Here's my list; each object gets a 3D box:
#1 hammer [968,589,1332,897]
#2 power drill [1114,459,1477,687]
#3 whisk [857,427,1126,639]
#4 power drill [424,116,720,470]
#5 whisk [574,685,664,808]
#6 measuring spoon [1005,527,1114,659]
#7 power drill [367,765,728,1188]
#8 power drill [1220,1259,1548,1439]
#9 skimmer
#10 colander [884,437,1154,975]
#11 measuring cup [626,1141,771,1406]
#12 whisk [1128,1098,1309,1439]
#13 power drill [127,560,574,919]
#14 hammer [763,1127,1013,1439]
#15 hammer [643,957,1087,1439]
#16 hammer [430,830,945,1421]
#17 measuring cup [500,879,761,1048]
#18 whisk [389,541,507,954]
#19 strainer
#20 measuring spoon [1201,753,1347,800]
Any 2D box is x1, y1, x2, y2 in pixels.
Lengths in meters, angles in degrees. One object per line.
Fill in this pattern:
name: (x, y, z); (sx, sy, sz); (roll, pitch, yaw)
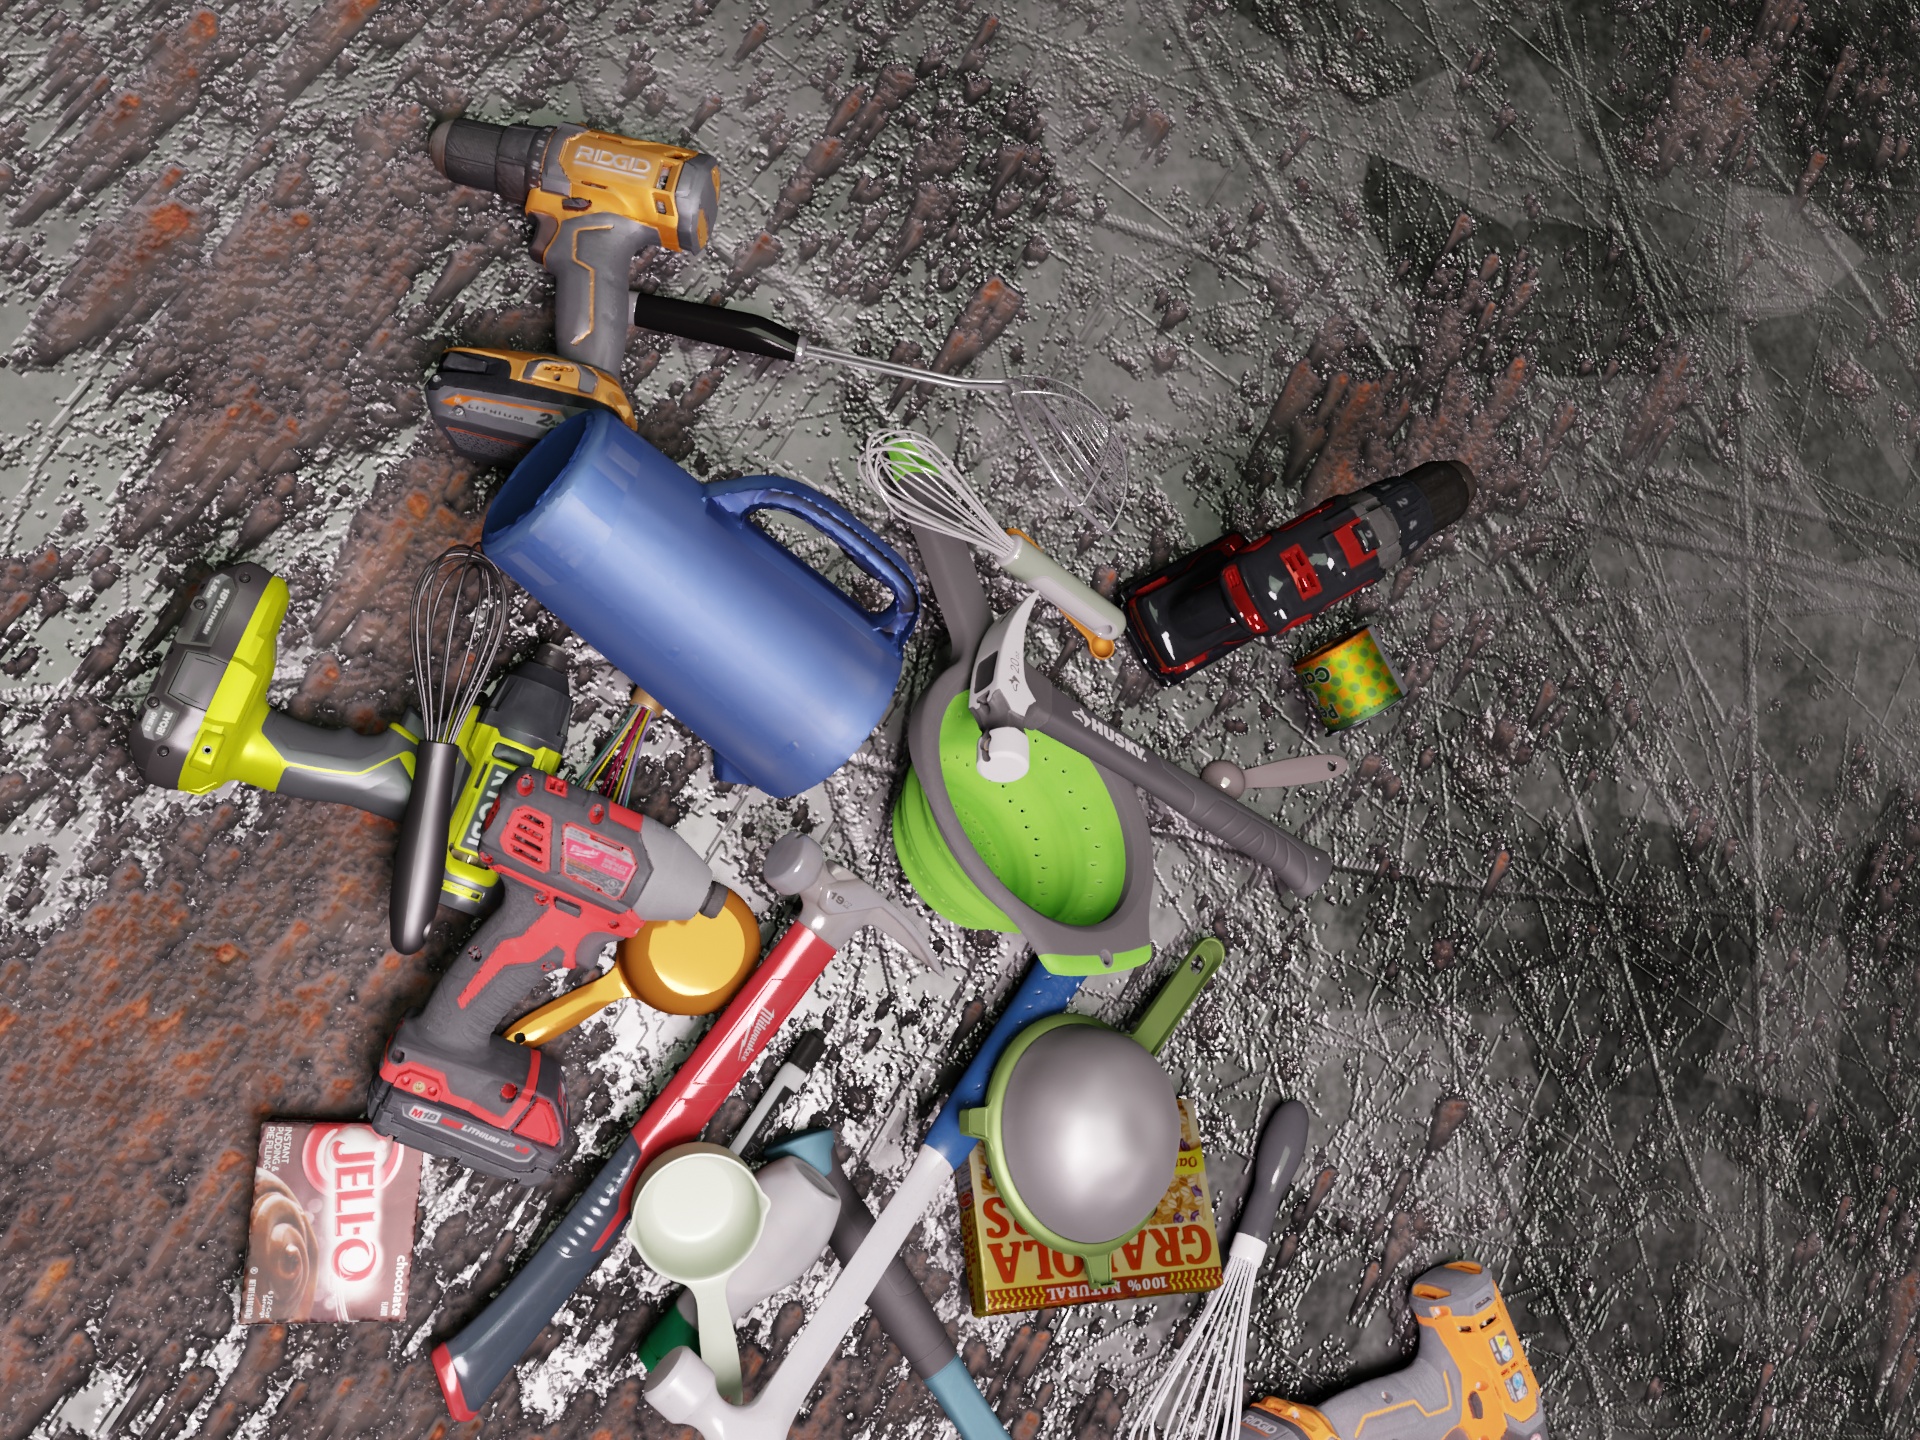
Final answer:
hammer: (0.138, 0.036, 1.075); (0.334, 0.035, 0.146); (30, 43, -31)
power drill: (0.222, -0.104, 1.072); (0.188, 0.226, 0.080); (-29, 92, -20)
whisk: (0.027, -0.117, 1.060); (0.246, 0.058, 0.059); (32, 49, -34)
power drill: (-0.267, -0.276, 1.006); (0.185, 0.084, 0.226); (14, 76, 1)
whisk: (-0.207, 0.013, 1.009); (0.051, 0.047, 0.245); (28, 71, -12)
measuring spoon: (0.069, -0.090, 1.136); (0.021, 0.011, 0.117); (-40, 92, -25)
power drill: (-0.237, 0.147, 0.916); (0.143, 0.079, 0.219); (26, 98, -17)
power drill: (0.306, 0.498, 1.091); (0.226, 0.084, 0.164); (-23, 90, -24)
skimmer: (-0.055, -0.212, 1.086); (0.363, 0.127, 0.090); (12, 119, -5)
colander: (-0.002, -0.003, 1.058); (0.204, 0.094, 0.397); (4, 59, -47)
measuring cup: (-0.149, 0.327, 0.931); (0.083, 0.038, 0.167); (-9, 99, -15)
whisk: (0.183, 0.389, 1.076); (0.070, 0.070, 0.285); (30, 67, -12)
power drill: (-0.352, 0.002, 0.947); (0.223, 0.080, 0.171); (24, 76, -18)
hammer: (-0.020, 0.401, 1.019); (0.128, 0.033, 0.331); (-33, 93, -21)
hammer: (-0.016, 0.281, 0.973); (0.144, 0.035, 0.406); (46, 53, -10)
hammer: (-0.169, 0.257, 0.962); (0.143, 0.038, 0.386); (43, 80, -32)
measuring cup: (-0.203, 0.160, 0.982); (0.173, 0.052, 0.095); (-28, 91, -22)
whisk: (-0.297, 0.015, 0.906); (0.055, 0.055, 0.239); (9, 86, -17)
strainer: (0.122, 0.225, 1.025); (0.151, 0.069, 0.256); (52, 53, -10)
measuring spoon: (0.234, 0.039, 1.166); (0.124, 0.018, 0.034); (-8, 84, -20)
